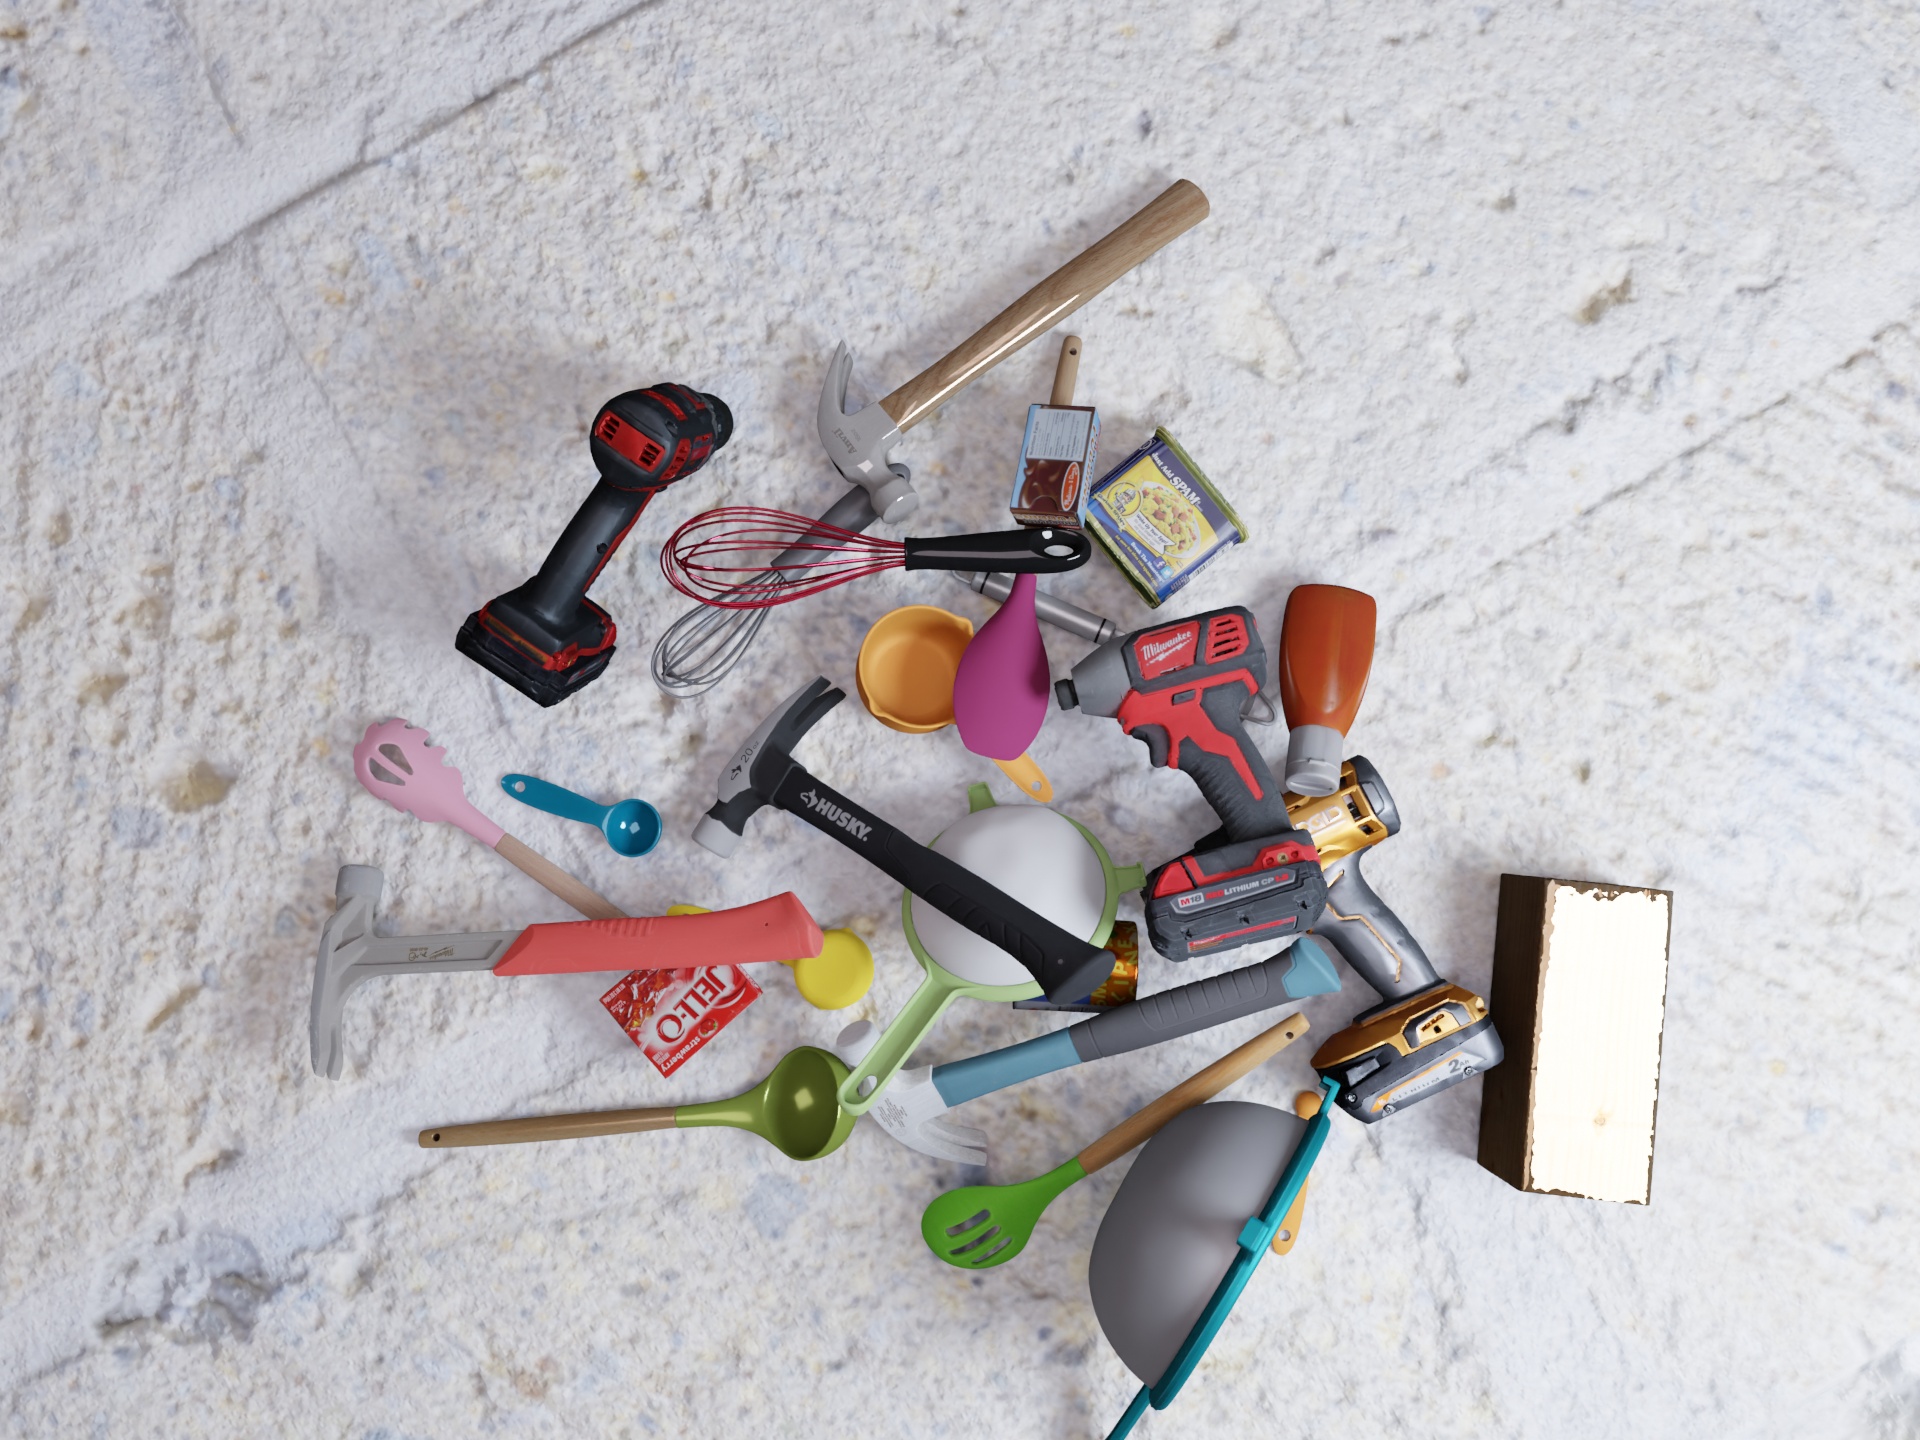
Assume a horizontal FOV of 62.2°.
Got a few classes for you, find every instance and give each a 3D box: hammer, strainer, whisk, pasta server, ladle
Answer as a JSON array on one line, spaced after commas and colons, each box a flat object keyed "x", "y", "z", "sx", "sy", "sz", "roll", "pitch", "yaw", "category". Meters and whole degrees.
[{"x": 0.039, "y": -0.285, "z": 1.143, "sx": 0.331, "sy": 0.031, "sz": 0.130, "roll": -37, "pitch": 72, "yaw": -5, "category": "hammer"}, {"x": 0.111, "y": -0.059, "z": 1.135, "sx": 0.258, "sy": 0.050, "sz": 0.087, "roll": 24, "pitch": 72, "yaw": 6, "category": "strainer"}, {"x": -0.003, "y": 0.145, "z": 1.049, "sx": 0.152, "sy": 0.069, "sz": 0.256, "roll": 27, "pitch": 64, "yaw": 28, "category": "strainer"}, {"x": -0.057, "y": -0.114, "z": 1.089, "sx": 0.296, "sy": 0.073, "sz": 0.073, "roll": -1, "pitch": 87, "yaw": -3, "category": "whisk"}, {"x": -0.306, "y": 0.102, "z": 1.142, "sx": 0.316, "sy": 0.040, "sz": 0.060, "roll": 35, "pitch": 88, "yaw": -1, "category": "pasta server"}, {"x": -0.228, "y": 0.279, "z": 1.114, "sx": 0.320, "sy": 0.062, "sz": 0.078, "roll": -6, "pitch": 70, "yaw": 4, "category": "ladle"}, {"x": 0.091, "y": 0.213, "z": 1.071, "sx": 0.331, "sy": 0.033, "sz": 0.128, "roll": -20, "pitch": 113, "yaw": 12, "category": "hammer"}, {"x": 0.121, "y": 0.372, "z": 1.044, "sx": 0.095, "sy": 0.211, "sz": 0.340, "roll": 32, "pitch": 117, "yaw": 15, "category": "strainer"}, {"x": -0.126, "y": -0.103, "z": 1.141, "sx": 0.239, "sy": 0.055, "sz": 0.055, "roll": -42, "pitch": 87, "yaw": -6, "category": "whisk"}, {"x": -0.034, "y": 0.087, "z": 1.044, "sx": 0.335, "sy": 0.035, "sz": 0.146, "roll": 28, "pitch": 83, "yaw": 37, "category": "hammer"}, {"x": -0.271, "y": 0.165, "z": 1.088, "sx": 0.359, "sy": 0.036, "sz": 0.149, "roll": -4, "pitch": 70, "yaw": 10, "category": "hammer"}]

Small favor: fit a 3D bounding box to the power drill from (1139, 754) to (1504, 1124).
[{"x": 0.247, "y": 0.160, "z": 1.100, "sx": 0.185, "sy": 0.084, "sz": 0.226, "roll": -26, "pitch": 82, "yaw": 2, "category": "power drill"}]

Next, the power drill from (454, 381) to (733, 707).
[{"x": -0.238, "y": -0.133, "z": 1.098, "sx": 0.080, "sy": 0.188, "sz": 0.226, "roll": 34, "pitch": 106, "yaw": -2, "category": "power drill"}]

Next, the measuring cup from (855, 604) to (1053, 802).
[{"x": -0.002, "y": -0.004, "z": 1.125, "sx": 0.173, "sy": 0.052, "sz": 0.095, "roll": 46, "pitch": 76, "yaw": -2, "category": "measuring cup"}]

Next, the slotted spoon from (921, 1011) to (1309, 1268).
[{"x": 0.103, "y": 0.287, "z": 1.082, "sx": 0.313, "sy": 0.031, "sz": 0.070, "roll": -36, "pitch": 104, "yaw": 11, "category": "slotted spoon"}]

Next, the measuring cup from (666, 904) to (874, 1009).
[{"x": -0.137, "y": 0.162, "z": 1.131, "sx": 0.156, "sy": 0.029, "sz": 0.062, "roll": 18, "pitch": 87, "yaw": 2, "category": "measuring cup"}]

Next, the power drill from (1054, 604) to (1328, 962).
[{"x": 0.150, "y": 0.038, "z": 1.046, "sx": 0.143, "sy": 0.078, "sz": 0.220, "roll": -14, "pitch": 69, "yaw": 4, "category": "power drill"}]

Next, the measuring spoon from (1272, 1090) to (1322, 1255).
[{"x": 0.237, "y": 0.320, "z": 1.121, "sx": 0.021, "sy": 0.011, "sz": 0.117, "roll": 12, "pitch": 87, "yaw": 2, "category": "measuring spoon"}]

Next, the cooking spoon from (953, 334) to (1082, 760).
[{"x": 0.051, "y": -0.127, "z": 1.123, "sx": 0.068, "sy": 0.017, "sz": 0.319, "roll": 14, "pitch": 76, "yaw": -11, "category": "cooking spoon"}]

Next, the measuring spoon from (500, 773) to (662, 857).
[{"x": -0.272, "y": 0.064, "z": 1.150, "sx": 0.128, "sy": 0.021, "sz": 0.042, "roll": 19, "pitch": 88, "yaw": 11, "category": "measuring spoon"}]
